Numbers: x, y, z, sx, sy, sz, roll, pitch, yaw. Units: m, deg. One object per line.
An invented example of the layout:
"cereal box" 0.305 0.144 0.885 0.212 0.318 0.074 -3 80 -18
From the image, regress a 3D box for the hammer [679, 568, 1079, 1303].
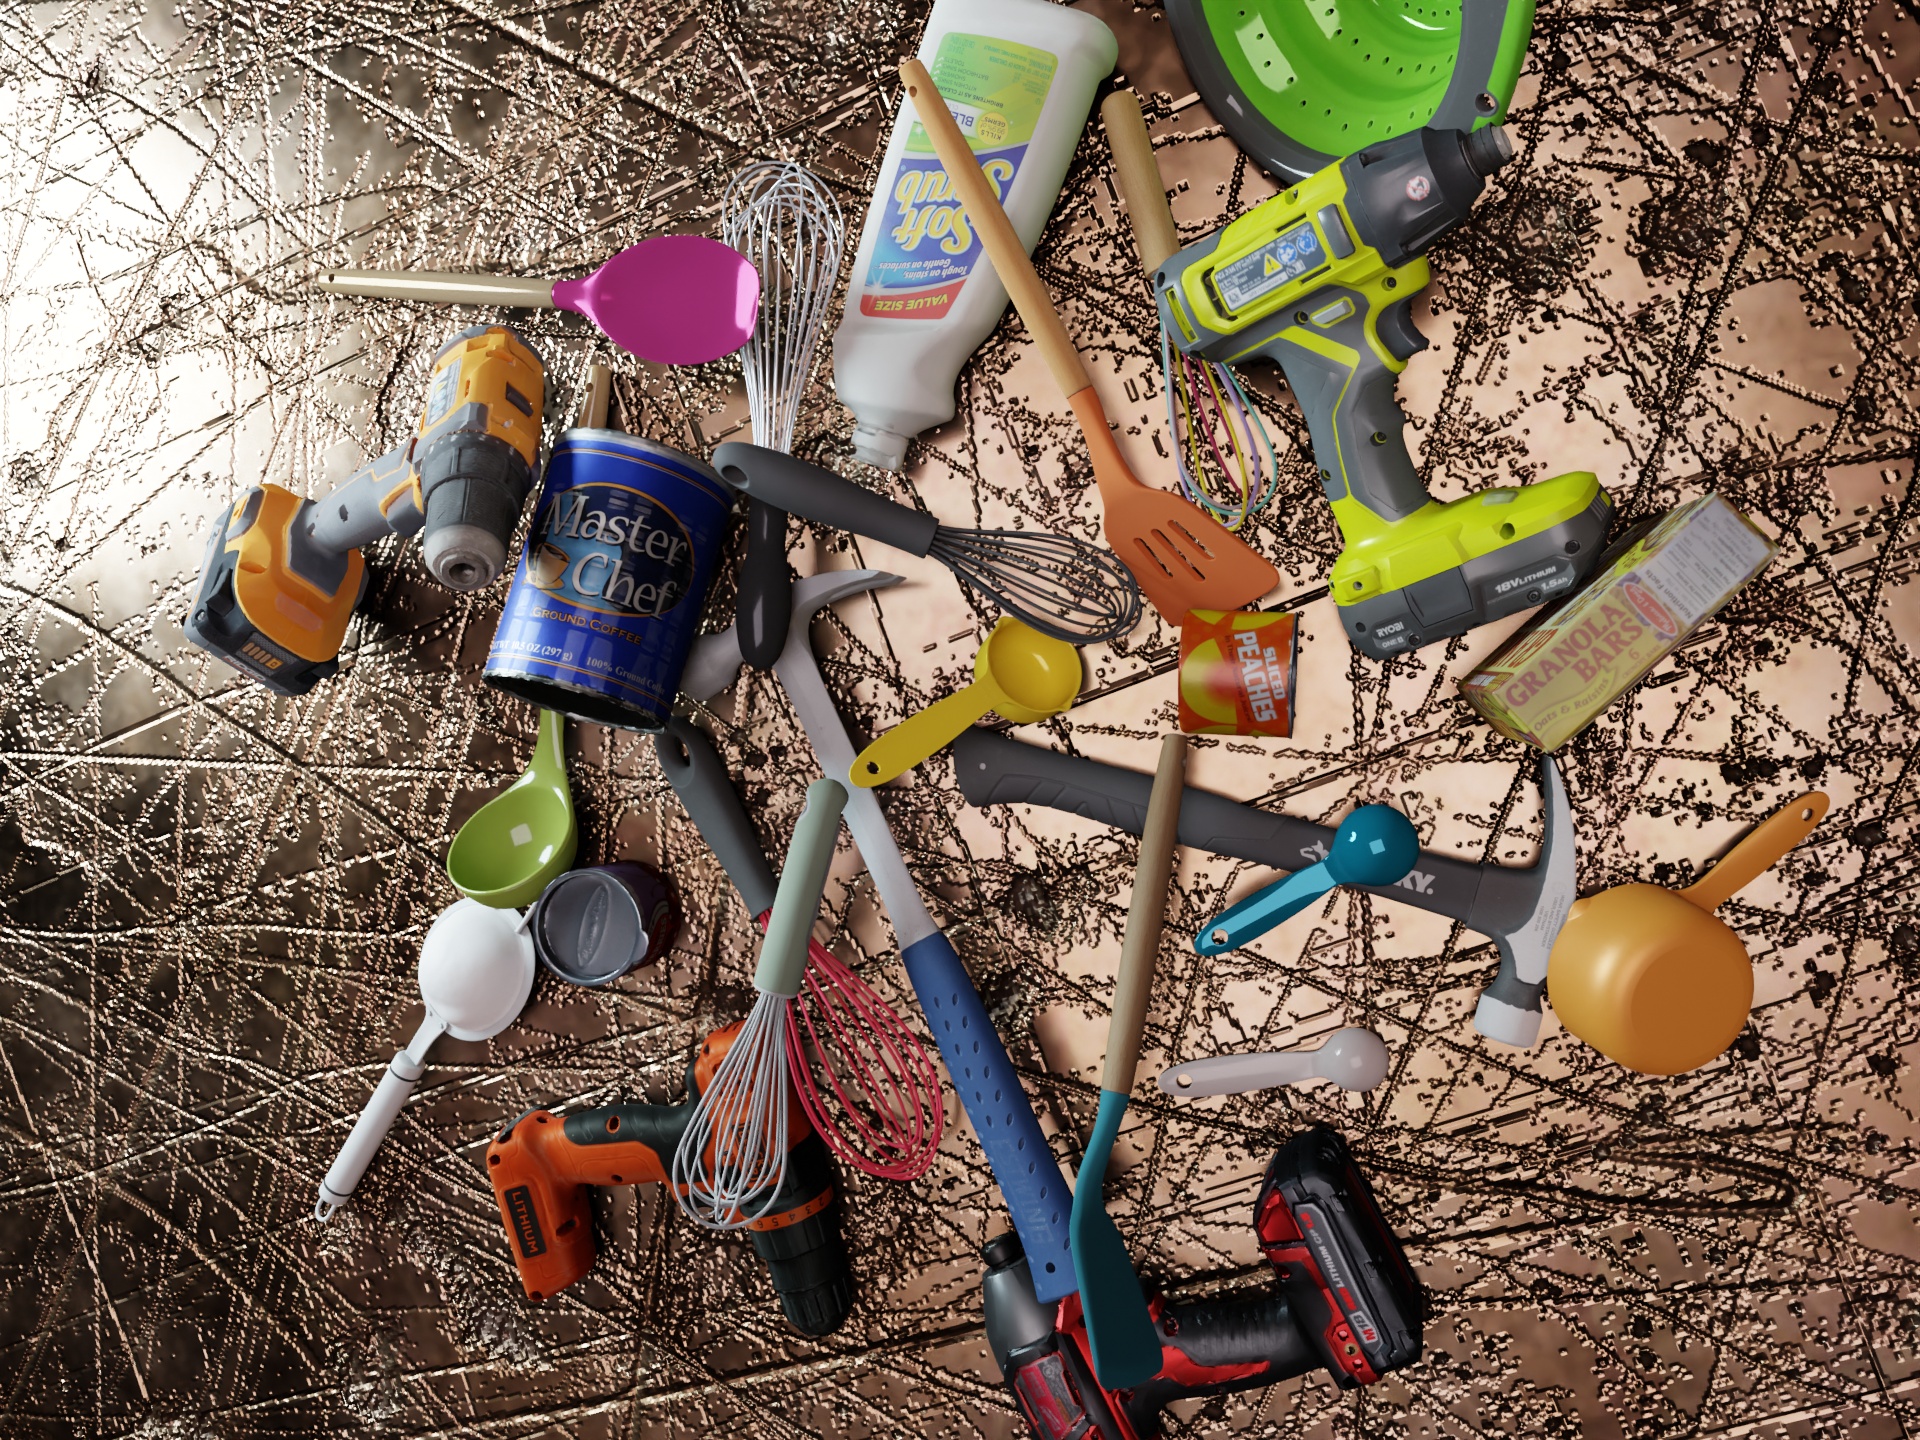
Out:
"hammer" -0.021 0.106 0.848 0.144 0.035 0.406 -30 77 20

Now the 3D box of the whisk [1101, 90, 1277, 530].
"whisk" 0.117 -0.219 0.841 0.051 0.047 0.245 -16 85 14

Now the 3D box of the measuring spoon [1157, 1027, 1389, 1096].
"measuring spoon" 0.166 0.189 0.851 0.124 0.018 0.034 -10 89 14

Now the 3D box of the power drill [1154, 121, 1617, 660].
"power drill" 0.214 -0.156 0.760 0.171 0.080 0.223 -22 100 35

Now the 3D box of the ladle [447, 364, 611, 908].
"ladle" -0.240 -0.050 0.922 0.078 0.062 0.320 9 91 29

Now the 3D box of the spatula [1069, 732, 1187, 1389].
"spatula" 0.093 0.162 0.797 0.044 0.082 0.317 5 79 30

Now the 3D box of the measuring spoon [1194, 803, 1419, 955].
"measuring spoon" 0.174 0.087 0.809 0.128 0.021 0.042 -33 85 12

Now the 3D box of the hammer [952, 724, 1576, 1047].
"hammer" 0.154 0.055 0.843 0.335 0.035 0.146 15 95 13

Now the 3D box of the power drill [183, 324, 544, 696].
"power drill" -0.322 -0.101 0.877 0.226 0.084 0.186 -30 44 20

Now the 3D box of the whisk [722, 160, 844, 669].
"whisk" -0.100 -0.168 0.867 0.070 0.070 0.285 1 84 13

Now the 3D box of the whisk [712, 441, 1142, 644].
"whisk" -0.016 -0.097 0.832 0.239 0.055 0.055 20 96 -5

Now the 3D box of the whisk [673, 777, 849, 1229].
"whisk" -0.099 0.150 0.840 0.059 0.058 0.246 15 91 -10

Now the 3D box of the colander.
"colander" 0.145 -0.422 0.802 0.094 0.204 0.397 -35 64 -22

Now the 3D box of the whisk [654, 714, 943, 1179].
"whisk" -0.098 0.124 0.893 0.073 0.073 0.296 -33 78 12

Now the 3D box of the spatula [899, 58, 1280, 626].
"spatula" 0.055 -0.192 0.817 0.081 0.041 0.322 -25 95 49

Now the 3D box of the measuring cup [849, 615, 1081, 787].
"measuring cup" -0.001 -0.003 0.835 0.156 0.029 0.062 -33 84 -30

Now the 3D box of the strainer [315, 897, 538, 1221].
"strainer" -0.330 0.203 0.957 0.087 0.050 0.258 38 103 25

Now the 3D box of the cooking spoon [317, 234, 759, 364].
"cooking spoon" -0.247 -0.243 0.903 0.319 0.017 0.069 10 97 25

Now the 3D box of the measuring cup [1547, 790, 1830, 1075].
"measuring cup" 0.370 0.100 0.774 0.173 0.052 0.095 -42 105 3

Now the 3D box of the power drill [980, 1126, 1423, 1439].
"power drill" 0.119 0.307 0.838 0.219 0.078 0.143 -29 84 15
